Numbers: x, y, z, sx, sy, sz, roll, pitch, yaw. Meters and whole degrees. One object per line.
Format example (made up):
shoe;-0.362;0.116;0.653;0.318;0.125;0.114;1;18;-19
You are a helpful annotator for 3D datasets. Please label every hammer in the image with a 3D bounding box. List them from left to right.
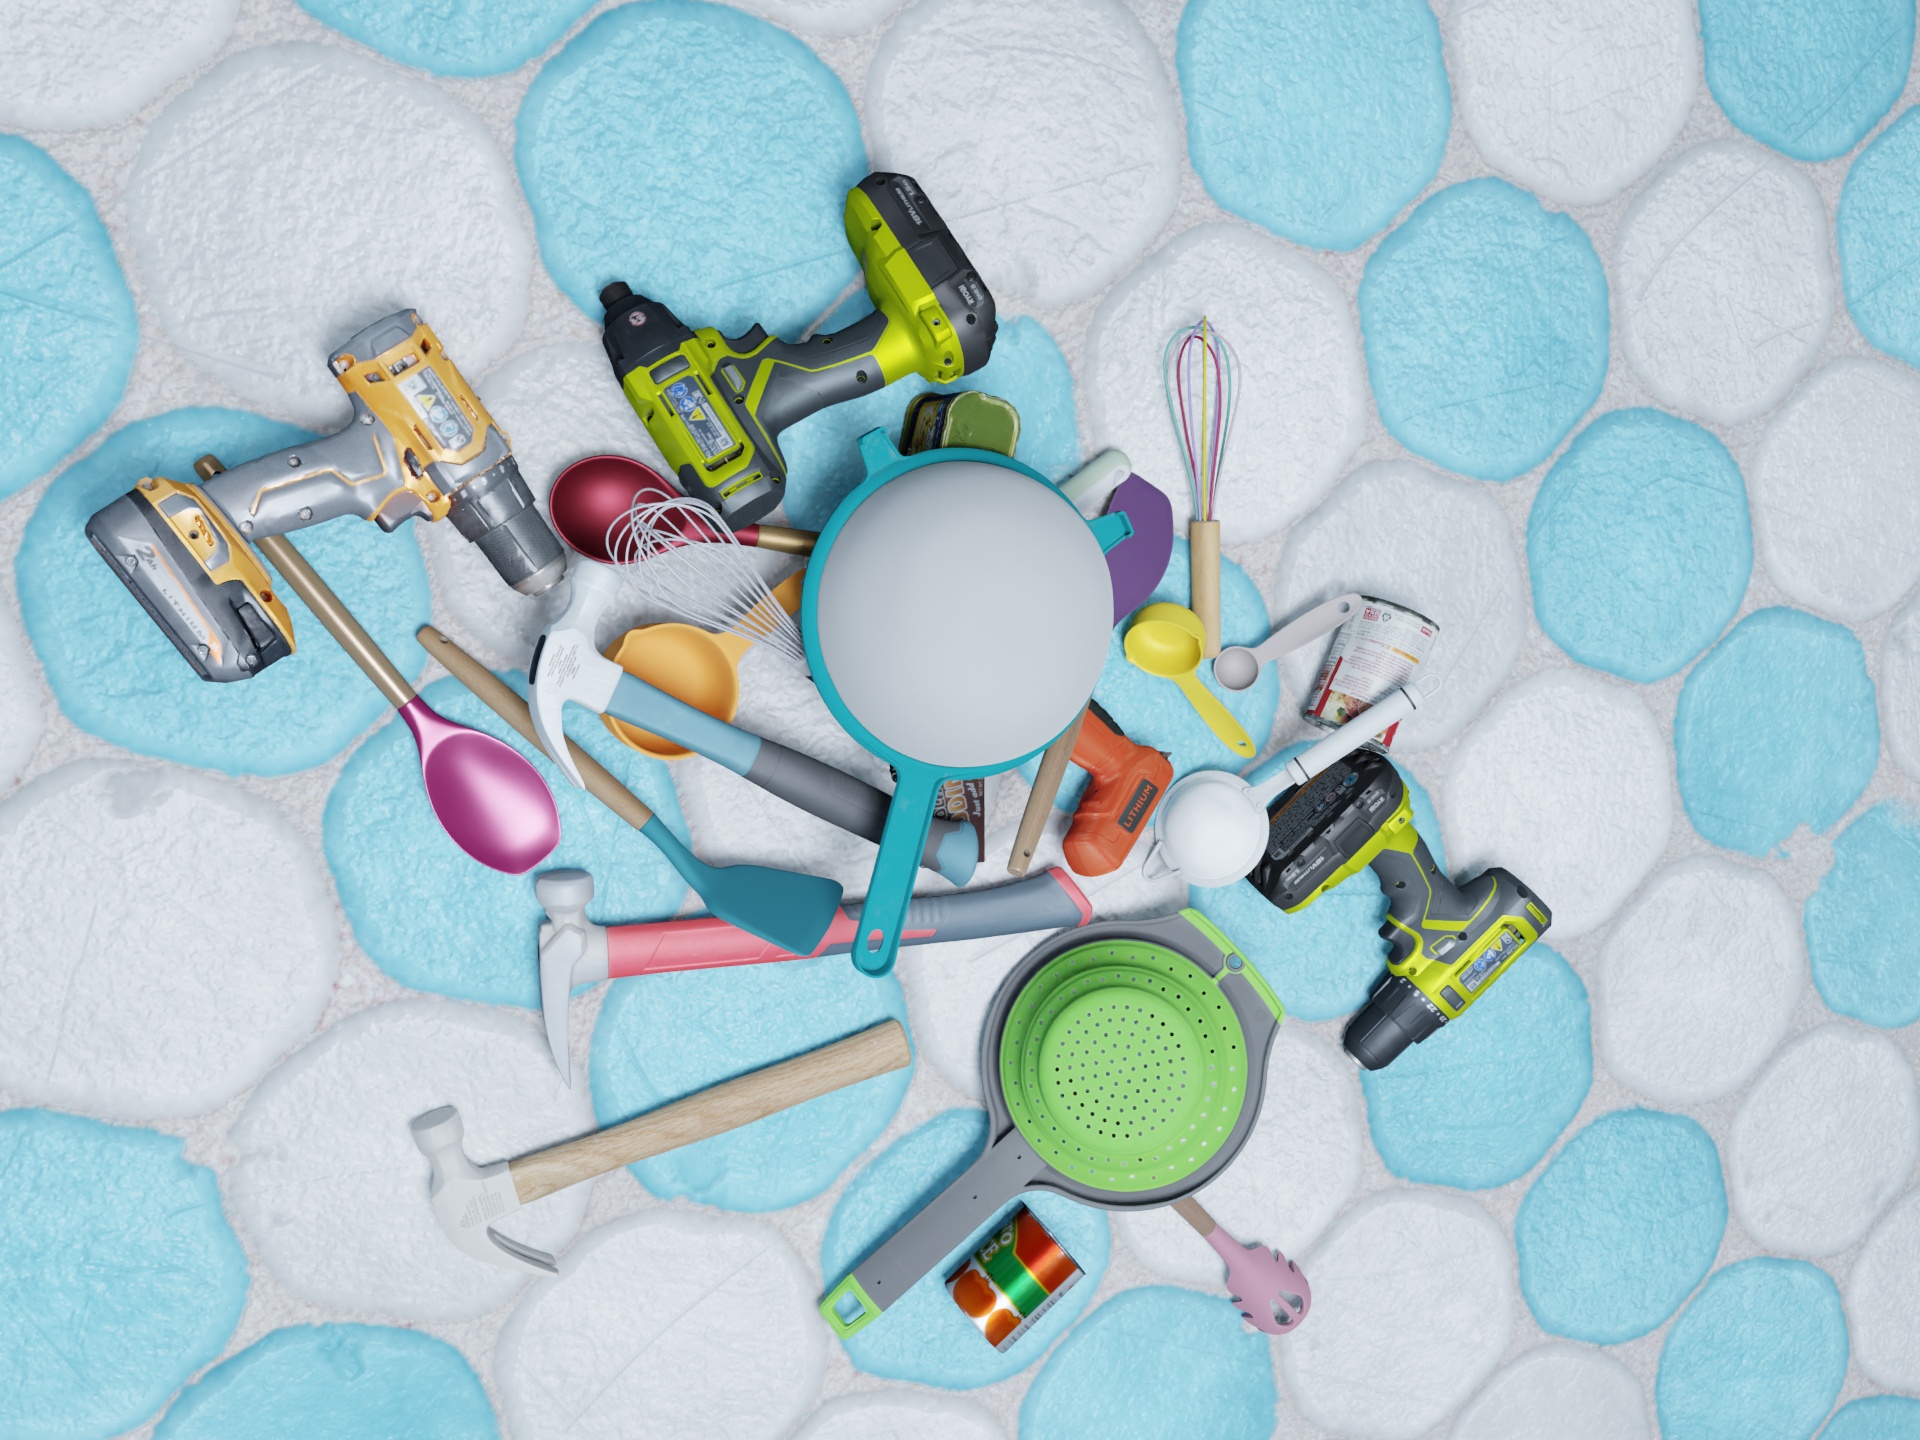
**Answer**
hammer;-0.190;0.278;1.086;0.331;0.031;0.130;-17;102;-16
hammer;-0.122;0.027;1.020;0.330;0.033;0.128;28;81;-27
hammer;-0.092;0.160;1.099;0.386;0.038;0.143;-3;100;-18

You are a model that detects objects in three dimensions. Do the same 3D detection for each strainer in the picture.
strainer;-0.002;-0.003;0.971;0.211;0.095;0.340;16;86;-21
strainer;0.235;0.040;1.149;0.258;0.050;0.087;-34;68;8

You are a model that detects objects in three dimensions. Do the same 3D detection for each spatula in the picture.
spatula;-0.215;0.041;1.019;0.317;0.082;0.044;41;121;-10
spatula;0.089;-0.035;1.085;0.059;0.018;0.316;31;64;-20

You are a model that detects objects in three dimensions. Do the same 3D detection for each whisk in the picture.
whisk;-0.115;-0.056;1.000;0.070;0.070;0.284;-54;138;-5
whisk;0.025;-0.113;1.095;0.246;0.059;0.057;-38;147;-16
whisk;0.174;-0.165;1.142;0.051;0.047;0.245;-7;103;-19

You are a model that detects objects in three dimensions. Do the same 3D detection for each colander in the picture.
colander;0.051;0.295;1.103;0.397;0.094;0.204;-42;79;0

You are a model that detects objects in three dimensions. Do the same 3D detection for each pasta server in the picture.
pasta server;0.171;0.372;1.228;0.060;0.040;0.316;-45;105;-8

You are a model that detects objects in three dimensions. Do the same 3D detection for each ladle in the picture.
ladle;-0.106;-0.118;1.035;0.315;0.031;0.069;8;93;-9

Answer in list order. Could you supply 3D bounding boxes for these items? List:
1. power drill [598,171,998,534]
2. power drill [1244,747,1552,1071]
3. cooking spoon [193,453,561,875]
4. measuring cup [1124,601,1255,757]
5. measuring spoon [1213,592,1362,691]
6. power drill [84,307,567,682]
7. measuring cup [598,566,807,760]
power drill;-0.105;-0.244;1.006;0.223;0.080;0.171;-32;84;-10
power drill;0.322;0.149;1.218;0.190;0.080;0.228;-45;112;3
cooking spoon;-0.361;-0.032;0.990;0.069;0.017;0.318;-41;109;-18
measuring cup;0.177;-0.029;1.167;0.156;0.062;0.029;47;44;-32
measuring spoon;0.243;-0.060;1.182;0.124;0.018;0.034;-30;85;-1
power drill;-0.359;-0.110;0.936;0.226;0.084;0.185;-41;109;-24
measuring cup;-0.163;-0.047;1.041;0.173;0.052;0.095;-42;112;-20
